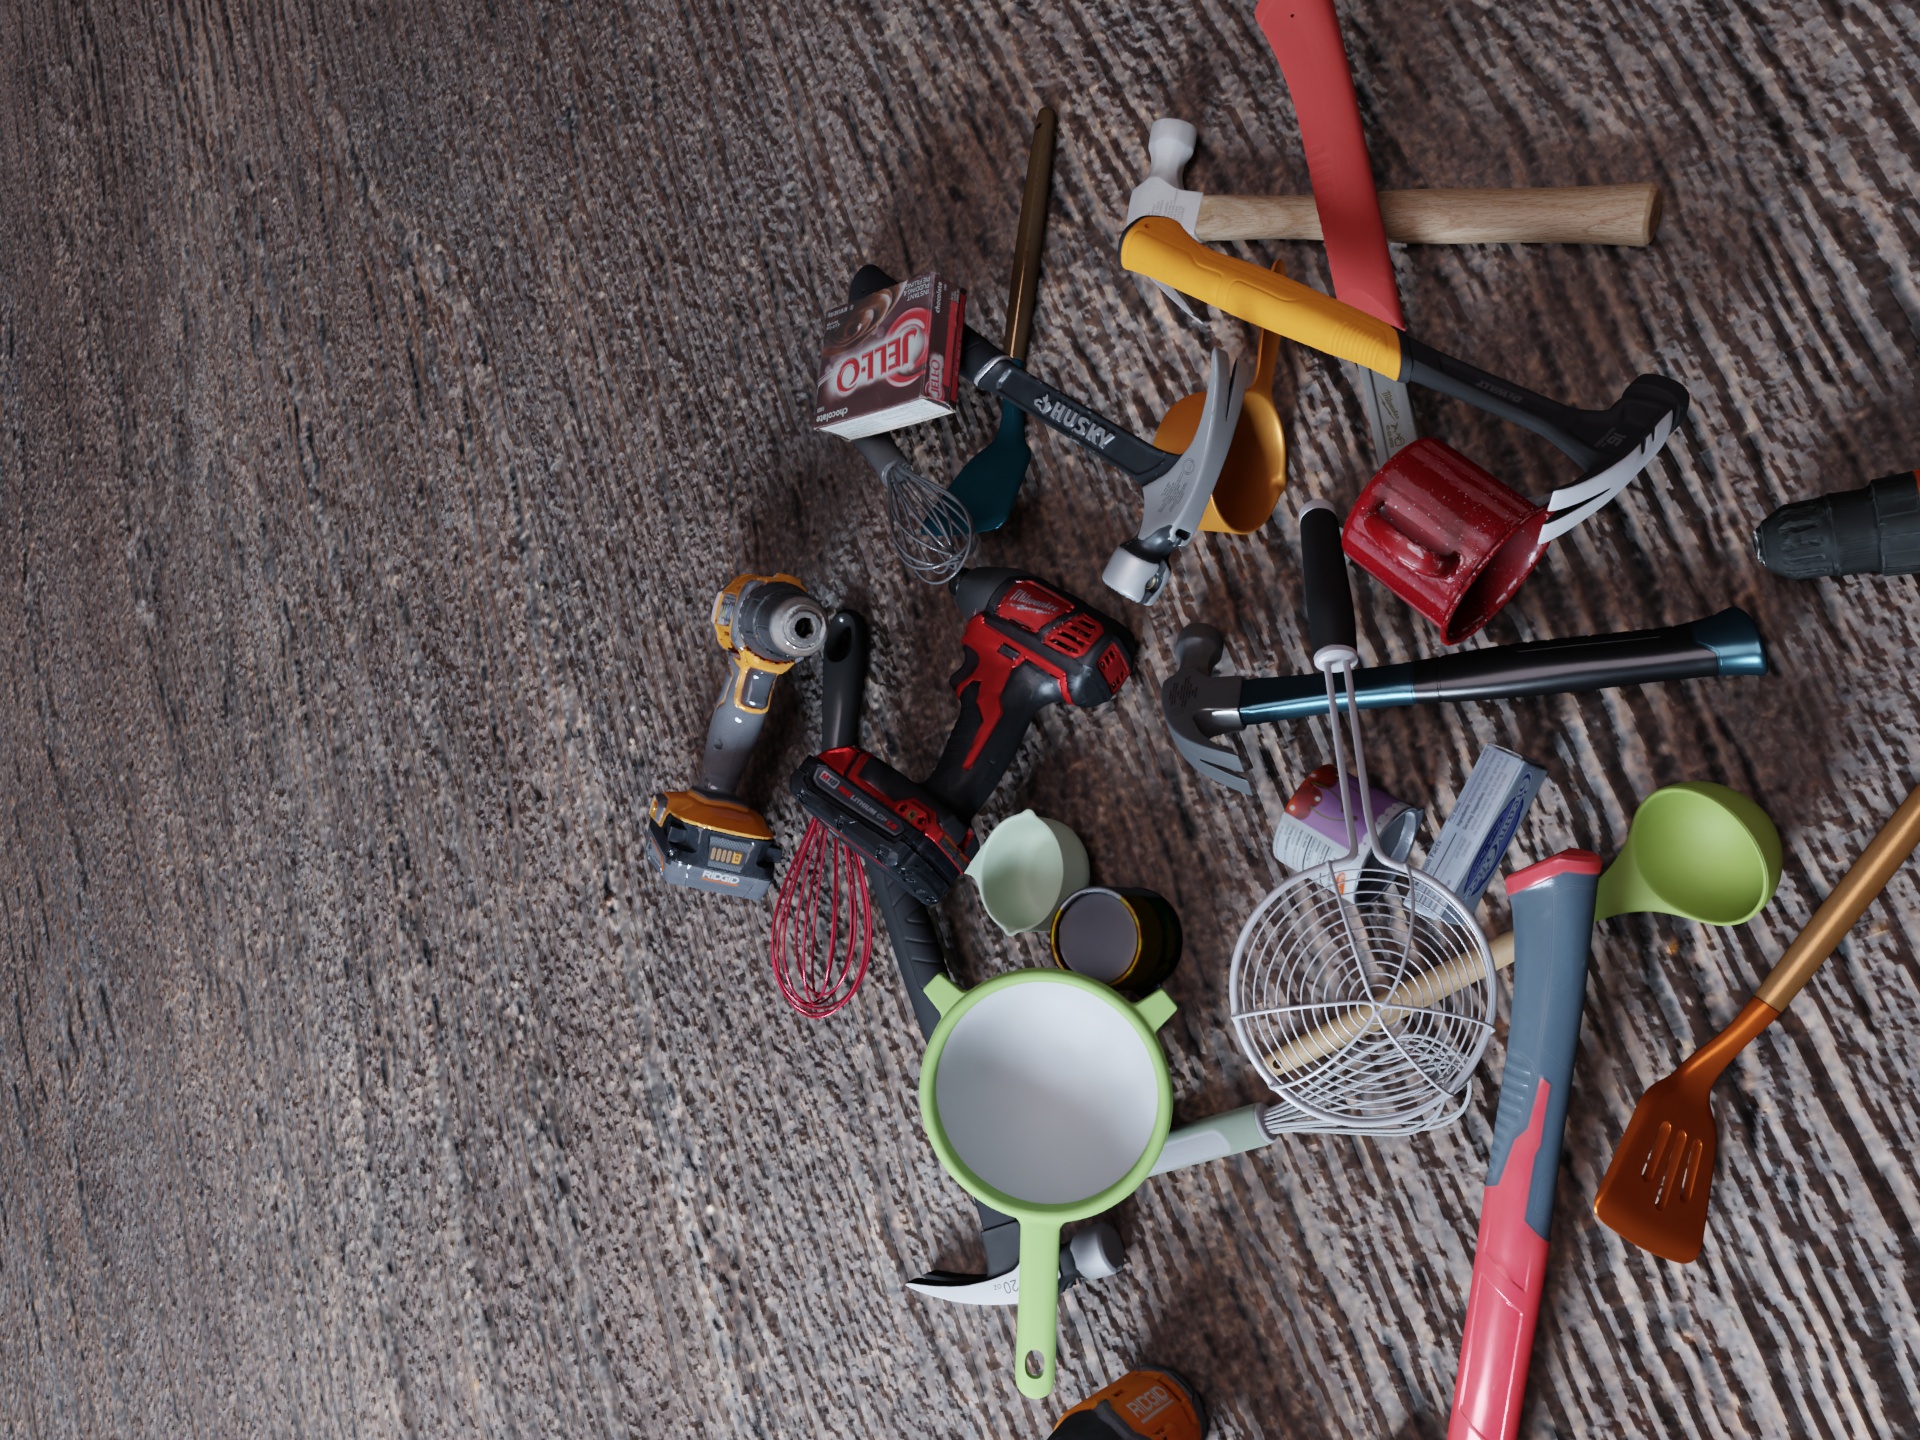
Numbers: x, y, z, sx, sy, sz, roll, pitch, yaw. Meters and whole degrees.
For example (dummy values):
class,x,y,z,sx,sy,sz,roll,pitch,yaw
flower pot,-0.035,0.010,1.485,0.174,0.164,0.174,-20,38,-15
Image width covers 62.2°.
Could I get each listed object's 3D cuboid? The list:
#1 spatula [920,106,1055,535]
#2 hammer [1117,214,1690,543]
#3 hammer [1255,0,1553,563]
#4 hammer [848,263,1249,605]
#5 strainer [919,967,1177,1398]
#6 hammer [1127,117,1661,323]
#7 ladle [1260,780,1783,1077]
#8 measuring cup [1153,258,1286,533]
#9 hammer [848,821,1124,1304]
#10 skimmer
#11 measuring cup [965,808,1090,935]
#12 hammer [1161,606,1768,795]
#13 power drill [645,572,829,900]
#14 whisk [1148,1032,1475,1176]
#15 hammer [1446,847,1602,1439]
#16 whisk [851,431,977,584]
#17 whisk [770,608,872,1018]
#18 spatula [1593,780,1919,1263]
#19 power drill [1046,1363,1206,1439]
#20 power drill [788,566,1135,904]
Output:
class,x,y,z,sx,sy,sz,roll,pitch,yaw
spatula,0.034,-0.279,1.109,0.082,0.044,0.317,2,82,47
hammer,0.221,-0.209,0.891,0.337,0.034,0.127,34,58,29
hammer,0.245,-0.277,0.942,0.149,0.036,0.359,-12,88,31
hammer,0.034,-0.228,1.047,0.409,0.036,0.149,43,112,45
strainer,0.053,0.274,0.969,0.151,0.069,0.256,2,91,10
hammer,0.253,-0.309,0.983,0.331,0.031,0.130,12,89,33
ladle,0.294,0.131,0.879,0.320,0.062,0.078,-34,76,26
measuring cup,0.165,-0.202,0.990,0.052,0.095,0.174,7,84,41
hammer,-0.012,0.218,1.055,0.146,0.035,0.335,-26,74,26
skimmer,0.201,0.031,0.849,0.127,0.090,0.364,1,49,4
measuring cup,0.021,0.097,1.072,0.168,0.038,0.083,7,87,49
hammer,0.273,-0.025,0.905,0.331,0.033,0.128,-7,42,25
power drill,-0.150,0.007,1.119,0.185,0.084,0.226,-164,88,-69
whisk,0.187,0.236,0.936,0.246,0.059,0.058,-26,98,31
hammer,0.306,0.260,0.829,0.143,0.038,0.386,10,97,32
whisk,-0.046,-0.170,1.110,0.055,0.055,0.239,-49,40,17
whisk,-0.092,0.062,1.131,0.073,0.073,0.296,-5,74,31
spatula,0.428,0.128,0.799,0.322,0.081,0.041,-56,22,8
power drill,0.141,0.459,0.862,0.227,0.164,0.084,37,102,28
power drill,-0.002,-0.003,1.042,0.143,0.078,0.220,33,79,31
